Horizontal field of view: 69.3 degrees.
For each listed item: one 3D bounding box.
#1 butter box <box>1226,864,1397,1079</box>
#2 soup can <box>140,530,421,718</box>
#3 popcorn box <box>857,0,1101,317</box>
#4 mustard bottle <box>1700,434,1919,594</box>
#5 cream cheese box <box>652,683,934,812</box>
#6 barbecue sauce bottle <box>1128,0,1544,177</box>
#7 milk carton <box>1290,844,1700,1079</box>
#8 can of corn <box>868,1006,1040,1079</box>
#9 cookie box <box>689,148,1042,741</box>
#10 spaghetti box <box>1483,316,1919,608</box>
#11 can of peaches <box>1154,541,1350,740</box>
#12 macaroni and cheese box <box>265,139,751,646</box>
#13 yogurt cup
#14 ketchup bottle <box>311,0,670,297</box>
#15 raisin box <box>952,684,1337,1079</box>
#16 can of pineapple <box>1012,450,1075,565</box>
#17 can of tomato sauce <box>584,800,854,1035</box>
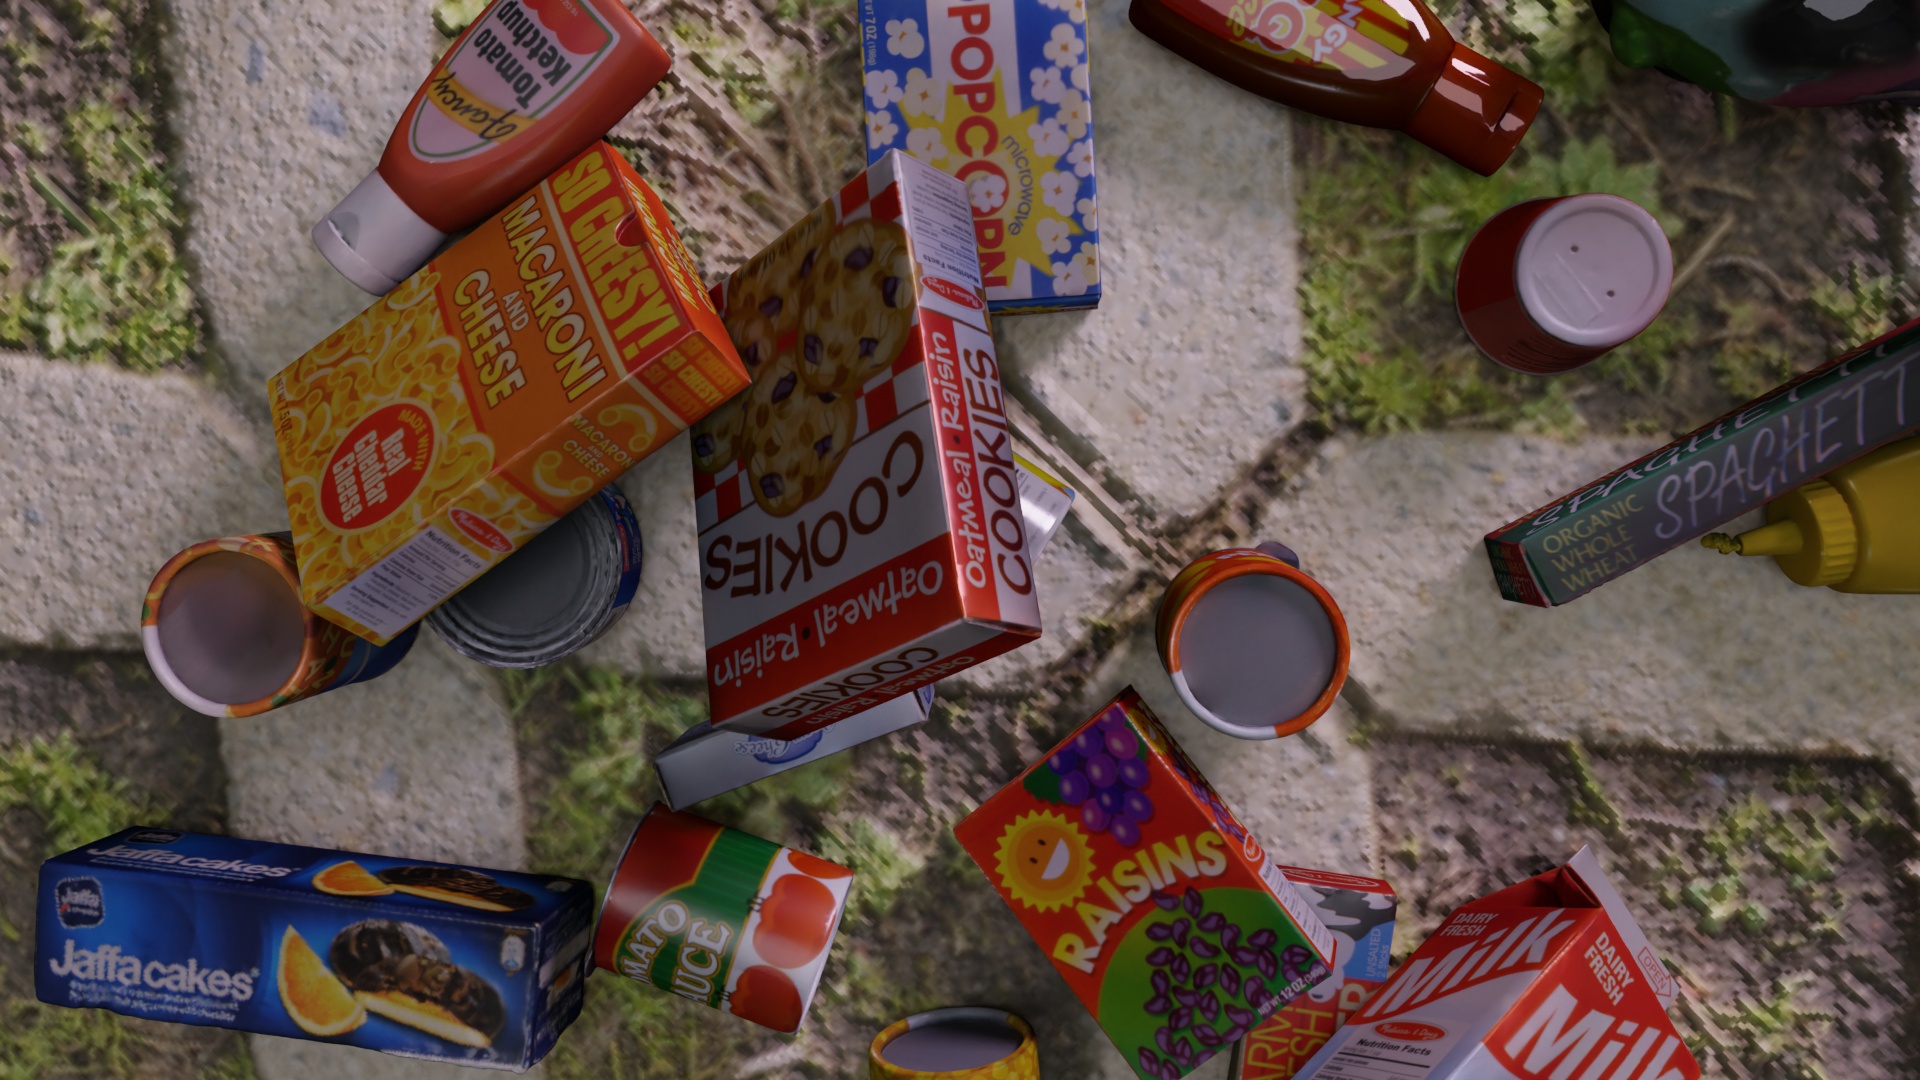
[{"bbox_3d":[0.137,0.182,0.546,0.053,0.024,0.103,7,93,4],"label":"butter box"},{"bbox_3d":[-0.255,0.027,0.533,0.071,0.084,0.071,0,93,4],"label":"soup can"},{"bbox_3d":[0.008,-0.149,0.528,0.085,0.038,0.126,-3,93,5],"label":"popcorn box"},{"bbox_3d":[0.355,-0.009,0.507,0.160,0.049,0.065,-10,91,4],"label":"mustard bottle"},{"bbox_3d":[-0.062,0.071,0.538,0.104,0.053,0.024,-21,94,5],"label":"cream cheese box"},{"bbox_3d":[0.140,-0.186,0.514,0.148,0.044,0.065,29,94,1],"label":"barbecue sauce bottle"},{"bbox_3d":[0.191,0.192,0.496,0.191,0.073,0.072,-33,92,-28],"label":"milk carton"},{"bbox_3d":[-0.001,0.221,0.534,0.071,0.071,0.058,-5,93,4],"label":"can of corn"},{"bbox_3d":[-0.040,-0.029,0.478,0.122,0.040,0.168,-26,63,38],"label":"cookie box"},{"bbox_3d":[0.314,-0.044,0.507,0.250,0.050,0.028,-28,90,5],"label":"spaghetti box"},{"bbox_3d":[0.109,0.035,0.522,0.071,0.058,0.071,0,94,4],"label":"can of peaches"},{"bbox_3d":[-0.172,-0.058,0.512,0.166,0.040,0.124,-35,53,5],"label":"macaroni and cheese box"},{"bbox_3d":[0.222,-0.095,0.509,0.072,0.054,0.072,0,94,5],"label":"yogurt cup"},{"bbox_3d":[-0.185,-0.157,0.537,0.148,0.043,0.065,-42,78,6],"label":"ketchup bottle"},{"bbox_3d":[0.069,0.130,0.526,0.086,0.040,0.123,-41,81,14],"label":"raisin box"},{"bbox_3d":[0.002,-0.007,0.524,0.058,0.071,0.071,34,95,1],"label":"can of pineapple"},{"bbox_3d":[-0.091,0.147,0.536,0.083,0.071,0.071,19,95,2],"label":"can of tomato sauce"}]
